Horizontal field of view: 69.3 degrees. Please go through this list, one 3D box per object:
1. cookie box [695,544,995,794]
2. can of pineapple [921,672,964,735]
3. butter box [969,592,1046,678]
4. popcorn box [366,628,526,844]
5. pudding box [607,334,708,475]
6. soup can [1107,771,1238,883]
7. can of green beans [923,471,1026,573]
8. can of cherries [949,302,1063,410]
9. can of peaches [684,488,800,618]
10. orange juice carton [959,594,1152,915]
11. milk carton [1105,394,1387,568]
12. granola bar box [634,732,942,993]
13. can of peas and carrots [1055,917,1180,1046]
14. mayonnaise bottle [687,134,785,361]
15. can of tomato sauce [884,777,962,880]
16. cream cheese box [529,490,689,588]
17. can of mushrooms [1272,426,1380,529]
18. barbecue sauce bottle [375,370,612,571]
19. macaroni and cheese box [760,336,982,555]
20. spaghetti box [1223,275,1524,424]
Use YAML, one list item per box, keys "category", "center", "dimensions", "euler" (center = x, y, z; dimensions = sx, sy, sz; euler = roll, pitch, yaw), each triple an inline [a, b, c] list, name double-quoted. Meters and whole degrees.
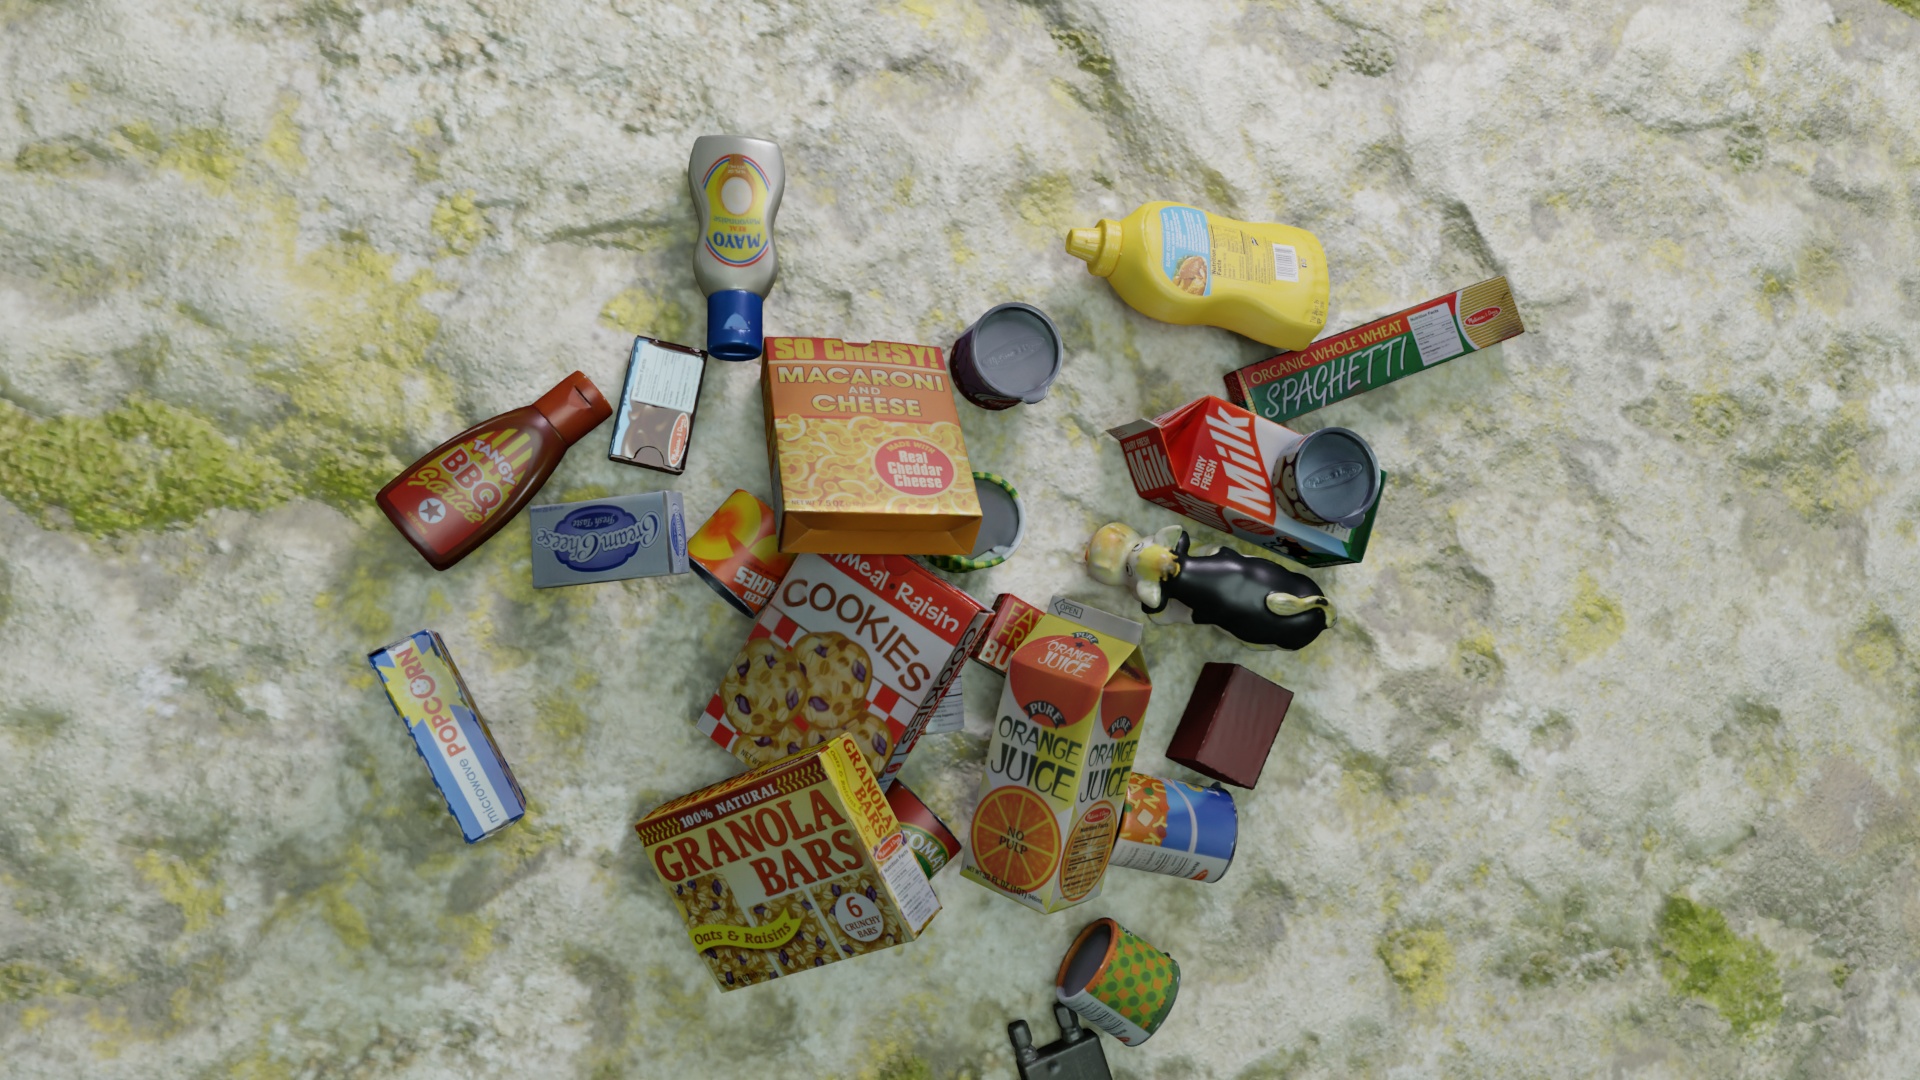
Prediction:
- category: "cookie box"
  center: [-0.074, 0.082, 0.882]
  dimensions: [0.123, 0.040, 0.167]
  euler: [33, 94, 17]
- category: "can of pineapple"
  center: [-0.033, 0.099, 0.927]
  dimensions: [0.071, 0.071, 0.058]
  euler: [-3, 87, -15]
- category: "butter box"
  center: [0.062, 0.083, 0.975]
  dimensions: [0.103, 0.024, 0.053]
  euler: [29, 80, -11]
- category: "popcorn box"
  center: [-0.307, 0.117, 0.839]
  dimensions: [0.038, 0.085, 0.126]
  euler: [-28, 93, -17]
- category: "pudding box"
  center: [-0.199, -0.088, 0.915]
  dimensions: [0.050, 0.030, 0.084]
  euler: [12, 82, -15]
- category: "soup can"
  center: [0.140, 0.196, 0.966]
  dimensions: [0.084, 0.071, 0.071]
  euler: [13, 82, -13]
- category: "can of green beans"
  center: [0.006, -0.012, 0.950]
  dimensions: [0.071, 0.057, 0.071]
  euler: [1, 85, -15]
- category: "can of cherries"
  center: [0.031, -0.124, 0.967]
  dimensions: [0.071, 0.058, 0.071]
  euler: [1, 85, -16]
- category: "can of peaches"
  center: [-0.138, 0.009, 0.903]
  dimensions: [0.071, 0.071, 0.058]
  euler: [43, 76, -8]
- category: "orange juice carton"
  center: [0.068, 0.137, 0.913]
  dimensions: [0.073, 0.072, 0.192]
  euler: [6, 98, -56]
- category: "milk carton"
  center: [0.200, -0.047, 1.000]
  dimensions: [0.190, 0.072, 0.073]
  euler: [21, 80, -14]
- category: "granola bar box"
  center: [-0.110, 0.201, 0.855]
  dimensions: [0.124, 0.165, 0.039]
  euler: [63, 31, -3]
- category: "can of peas and carrots"
  center: [0.108, 0.298, 0.948]
  dimensions: [0.058, 0.071, 0.071]
  euler: [35, 78, -10]
- category: "mayonnaise bottle"
  center: [-0.149, -0.194, 0.922]
  dimensions: [0.065, 0.041, 0.148]
  euler: [1, 76, -12]
- category: "can of tomato sauce"
  center: [-0.050, 0.208, 0.910]
  dimensions: [0.083, 0.071, 0.071]
  euler: [-43, 97, -14]
- category: "cream cheese box"
  center: [-0.223, 0.000, 0.877]
  dimensions: [0.104, 0.024, 0.053]
  euler: [-6, 87, 19]
- category: "can of mushrooms"
  center: [0.252, -0.041, 0.958]
  dimensions: [0.071, 0.033, 0.071]
  euler: [2, 84, -17]
- category: "barbecue sauce bottle"
  center: [-0.290, -0.049, 0.880]
  dimensions: [0.149, 0.043, 0.065]
  euler: [-41, 95, -15]
- category: "macaroni and cheese box"
  center: [-0.061, -0.064, 0.897]
  dimensions: [0.124, 0.040, 0.167]
  euler: [1, 46, -15]
- category: "spaghetti box"
  center: [0.317, -0.143, 1.062]
  dimensions: [0.251, 0.028, 0.050]
  euler: [-20, 91, -16]
